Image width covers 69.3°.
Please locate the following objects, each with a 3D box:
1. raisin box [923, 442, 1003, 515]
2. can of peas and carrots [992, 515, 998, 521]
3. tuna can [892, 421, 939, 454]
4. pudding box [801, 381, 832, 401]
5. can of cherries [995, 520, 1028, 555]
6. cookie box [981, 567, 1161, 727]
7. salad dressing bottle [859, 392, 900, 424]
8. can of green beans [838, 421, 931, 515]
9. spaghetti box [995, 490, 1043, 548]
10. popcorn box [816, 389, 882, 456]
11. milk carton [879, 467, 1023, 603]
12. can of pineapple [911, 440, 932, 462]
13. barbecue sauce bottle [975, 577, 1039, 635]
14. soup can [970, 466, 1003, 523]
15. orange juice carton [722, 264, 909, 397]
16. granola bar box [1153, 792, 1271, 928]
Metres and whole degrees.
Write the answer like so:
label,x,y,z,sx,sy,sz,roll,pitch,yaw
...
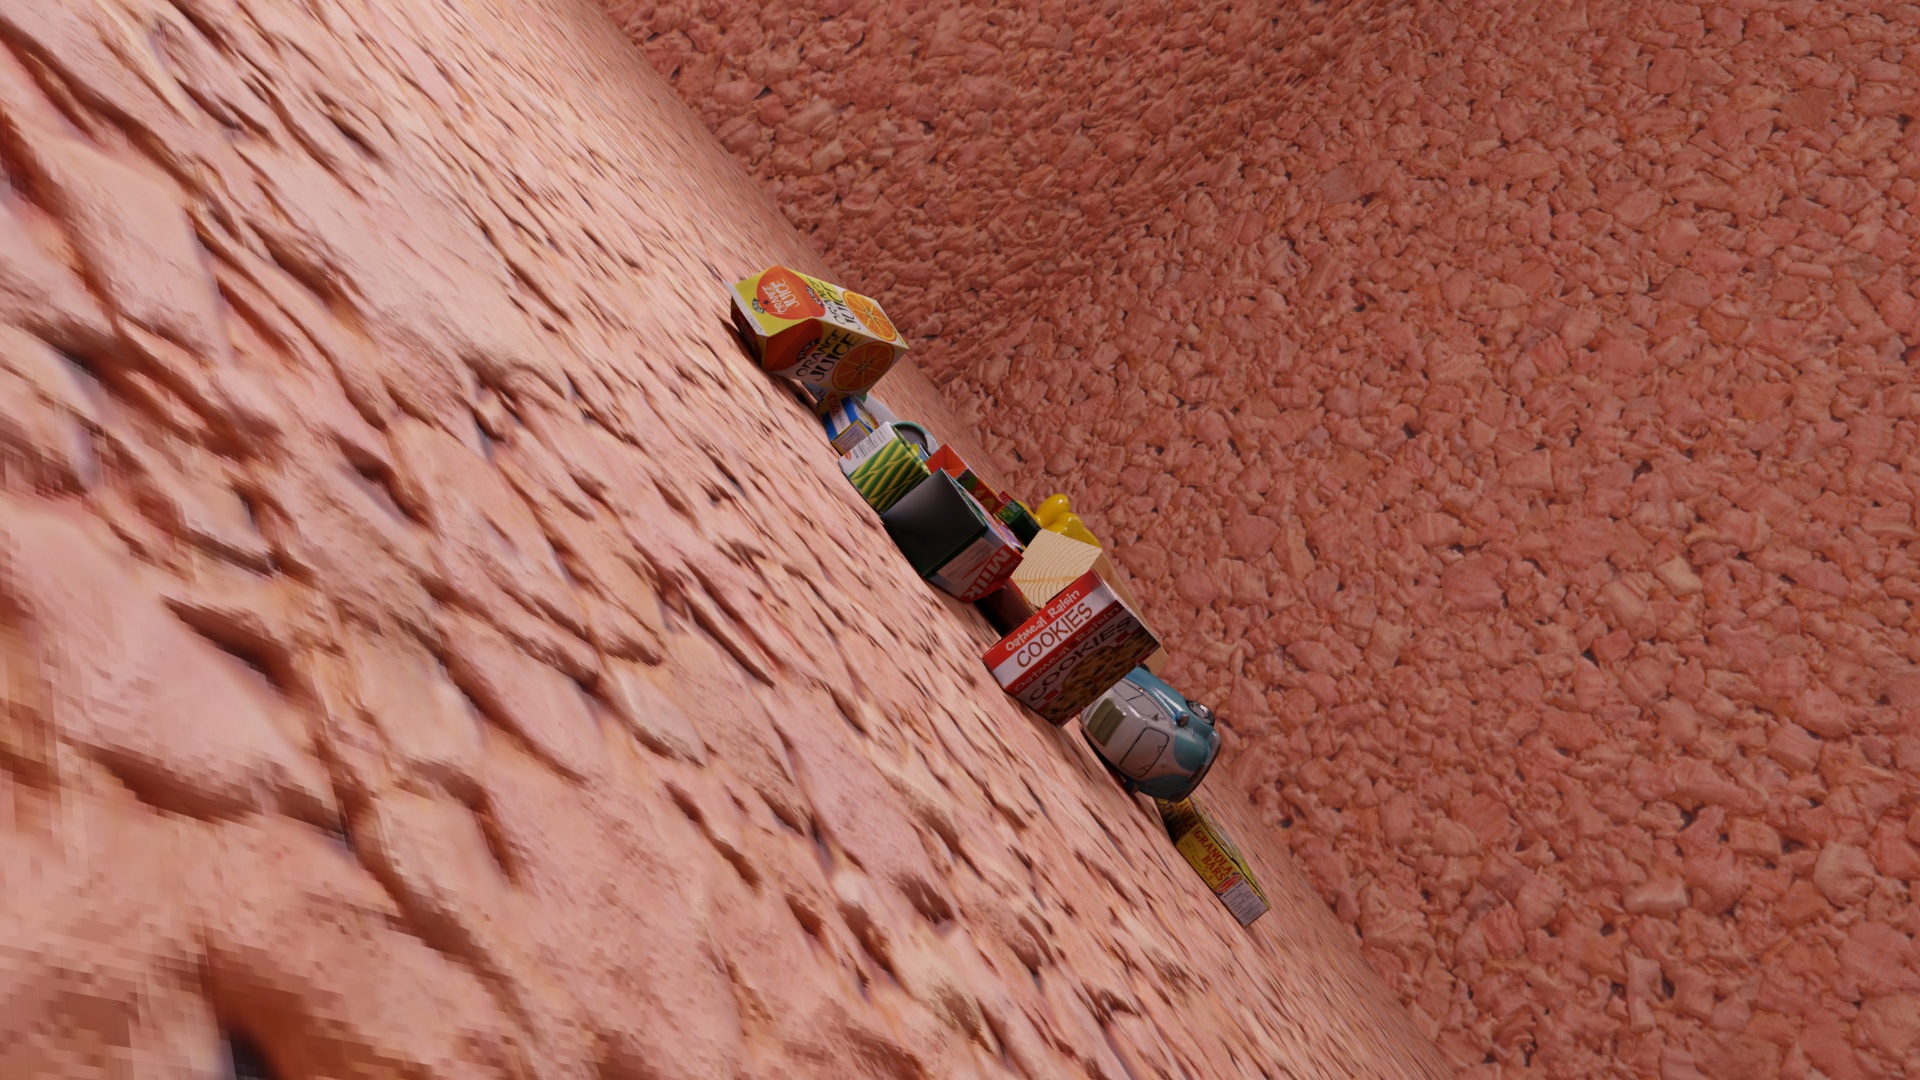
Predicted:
label,x,y,z,sx,sy,sz,roll,pitch,yaw
raisin box,-0.016,-0.037,1.361,0.040,0.086,0.123,48,3,24
can of peas and carrots,0.006,-0.020,1.573,0.071,0.058,0.071,50,5,-6
tuna can,-0.061,-0.095,1.507,0.071,0.071,0.033,53,6,15
pudding box,-0.136,-0.157,1.469,0.083,0.030,0.050,47,7,-34
can of cherries,0.039,0.018,1.532,0.071,0.071,0.058,48,5,-36
cookie box,0.101,0.098,1.233,0.040,0.123,0.167,53,5,28
salad dressing bottle,-0.100,-0.137,1.567,0.147,0.044,0.064,45,10,-44
can of green beans,-0.068,-0.066,1.265,0.071,0.058,0.071,51,5,-6
spaghetti box,0.119,0.032,1.644,0.249,0.028,0.050,46,-1,-37
popcorn box,-0.096,-0.099,1.371,0.085,0.038,0.127,47,7,-26
milk carton,0.000,0.002,1.296,0.072,0.073,0.190,53,5,20
can of pineapple,-0.045,-0.060,1.421,0.071,0.058,0.071,51,5,-6
barbecue sauce bottle,0.068,0.090,1.433,0.148,0.044,0.065,49,-3,-24
soup can,0.014,-0.040,1.752,0.083,0.071,0.071,50,5,-20
orange juice carton,-0.142,-0.197,1.298,0.193,0.073,0.072,8,43,-57
granola bar box,0.271,0.333,1.520,0.124,0.039,0.166,50,5,-9
